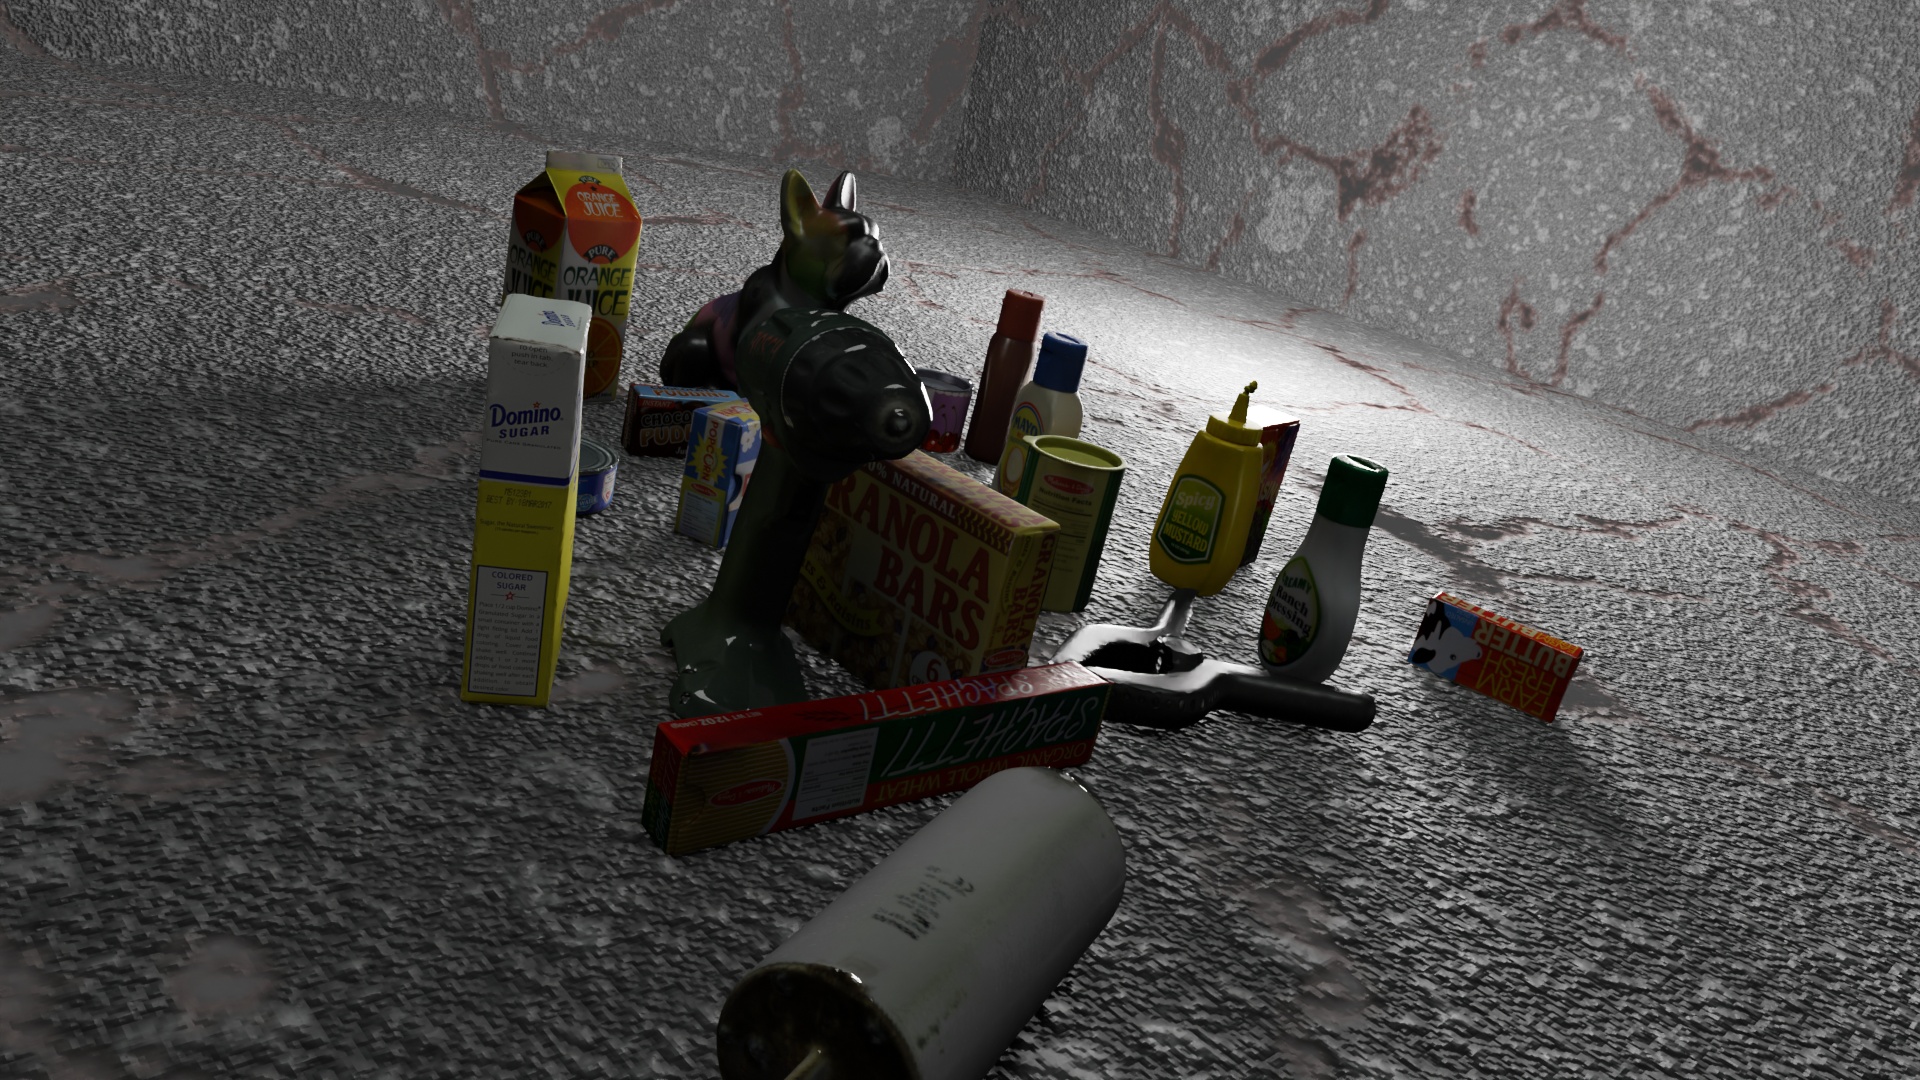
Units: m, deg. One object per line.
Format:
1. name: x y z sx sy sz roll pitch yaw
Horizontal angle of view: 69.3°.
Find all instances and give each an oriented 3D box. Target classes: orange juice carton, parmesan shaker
1. orange juice carton: -0.308 -0.208 1.092 0.073 0.192 0.072 27 23 34
2. parmesan shaker: 0.064 -0.012 0.929 0.071 0.102 0.071 12 19 -4

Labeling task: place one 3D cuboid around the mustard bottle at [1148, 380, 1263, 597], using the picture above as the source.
1. mustard bottle: 0.184 -0.041 1.004 0.065 0.159 0.049 26 22 32

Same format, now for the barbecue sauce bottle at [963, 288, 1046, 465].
1. barbecue sauce bottle: 0.040 -0.144 1.213 0.044 0.148 0.065 14 19 1

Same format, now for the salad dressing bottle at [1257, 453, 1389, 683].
1. salad dressing bottle: 0.234 0.018 0.891 0.044 0.147 0.064 4 21 -25

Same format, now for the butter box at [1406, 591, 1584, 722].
1. butter box: 0.366 0.079 0.953 0.103 0.053 0.024 25 22 29

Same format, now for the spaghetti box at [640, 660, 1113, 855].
1. spaghetti box: -0.028 0.096 0.644 0.251 0.050 0.029 -4 25 -41

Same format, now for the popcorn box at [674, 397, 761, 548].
1. popcorn box: -0.136 -0.052 0.932 0.038 0.085 0.127 20 20 19

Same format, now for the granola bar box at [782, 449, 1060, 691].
1. granola bar box: -0.028 0.019 0.747 0.039 0.123 0.166 -5 26 -44

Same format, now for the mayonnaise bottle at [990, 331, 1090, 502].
1. mayonnaise bottle: 0.063 -0.084 1.061 0.041 0.147 0.065 0 23 -35

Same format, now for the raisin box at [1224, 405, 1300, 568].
1. raisin box: 0.215 -0.039 1.076 0.040 0.123 0.086 24 21 29

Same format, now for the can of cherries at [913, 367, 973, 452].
1. can of cherries: -0.024 -0.115 1.228 0.071 0.058 0.072 12 19 -4

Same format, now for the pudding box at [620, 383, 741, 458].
1. pudding box: -0.208 -0.089 1.041 0.084 0.049 0.030 2 22 -31
